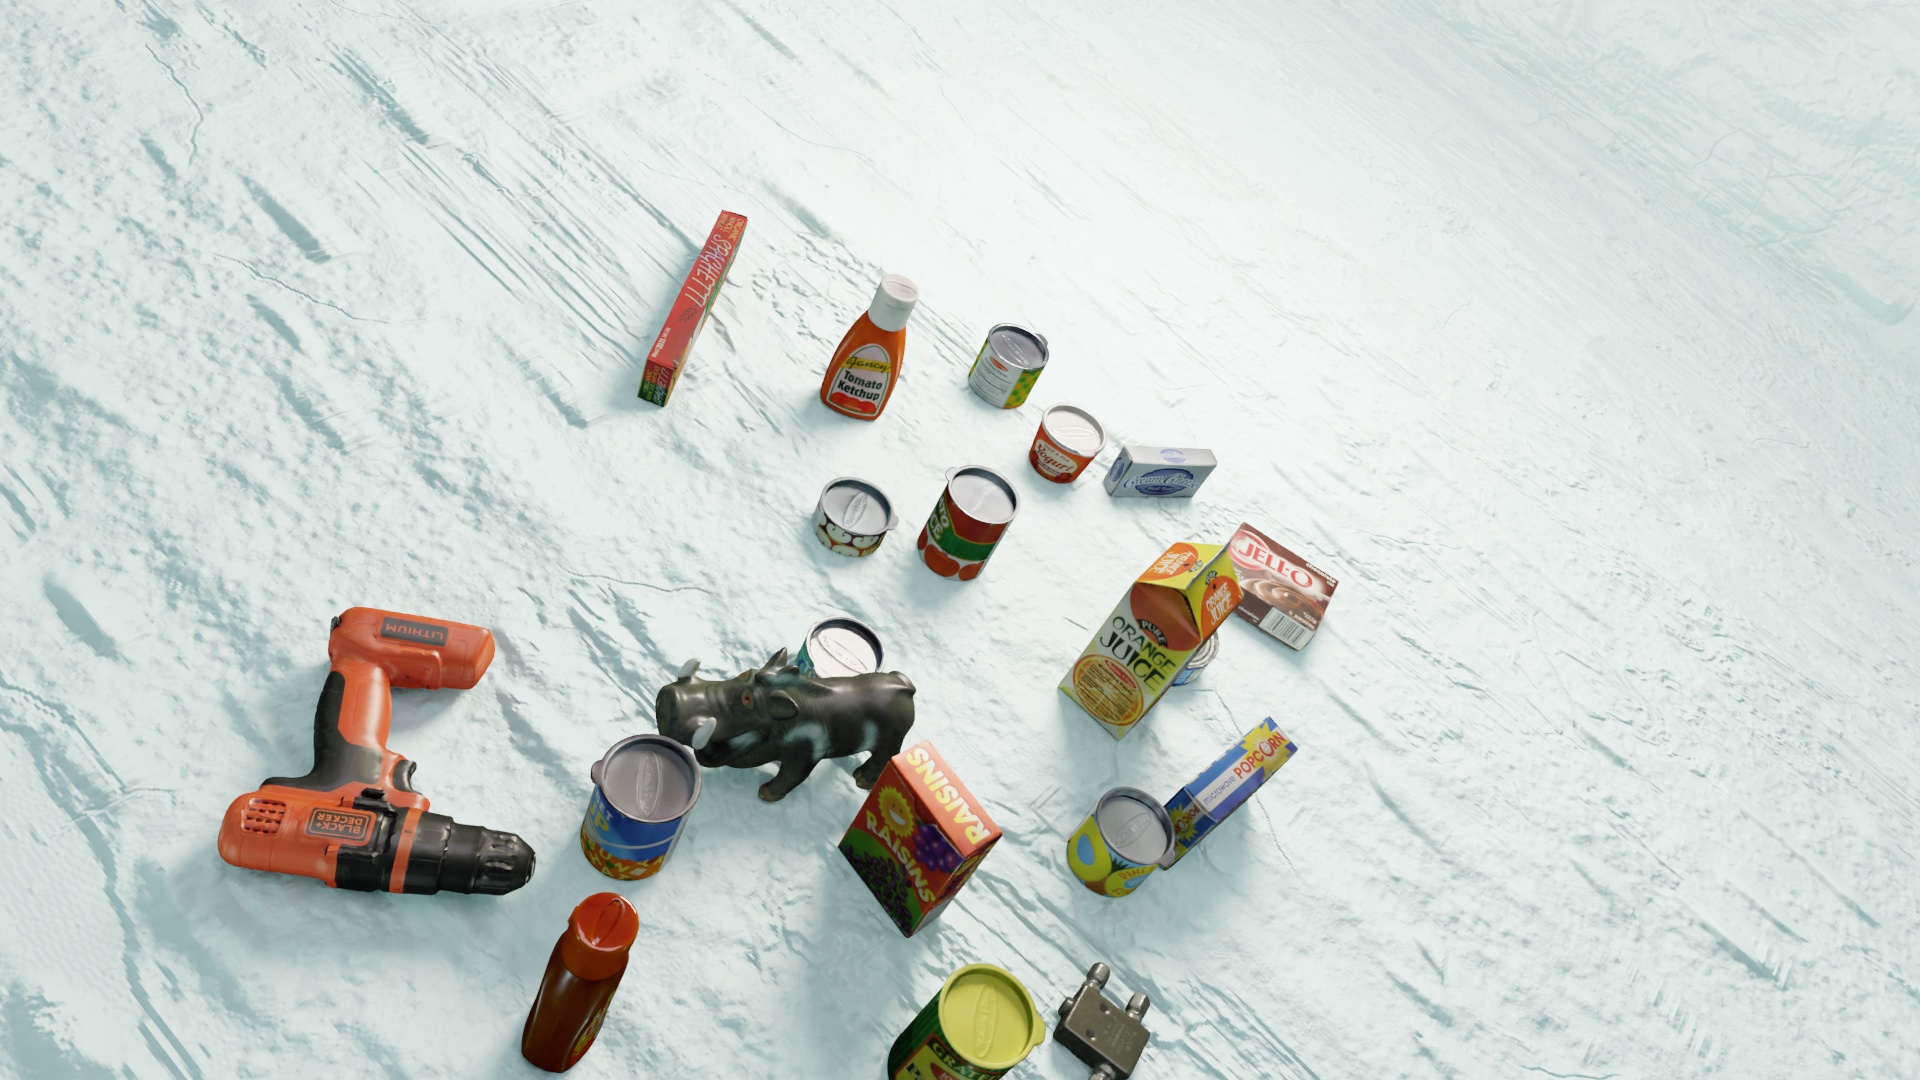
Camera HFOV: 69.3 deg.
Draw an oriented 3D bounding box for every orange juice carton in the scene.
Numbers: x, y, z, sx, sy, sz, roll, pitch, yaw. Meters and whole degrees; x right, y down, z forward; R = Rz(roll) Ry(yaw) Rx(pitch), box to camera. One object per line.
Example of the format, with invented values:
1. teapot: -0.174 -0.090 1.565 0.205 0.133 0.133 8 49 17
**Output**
1. orange juice carton: 0.161 0.072 1.131 0.073 0.191 0.072 41 45 12

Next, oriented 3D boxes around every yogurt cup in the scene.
1. yogurt cup: 0.101 -0.092 1.350 0.072 0.053 0.073 14 46 -15

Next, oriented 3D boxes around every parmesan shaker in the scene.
1. parmesan shaker: 0.002 0.324 0.886 0.071 0.102 0.072 14 46 -15

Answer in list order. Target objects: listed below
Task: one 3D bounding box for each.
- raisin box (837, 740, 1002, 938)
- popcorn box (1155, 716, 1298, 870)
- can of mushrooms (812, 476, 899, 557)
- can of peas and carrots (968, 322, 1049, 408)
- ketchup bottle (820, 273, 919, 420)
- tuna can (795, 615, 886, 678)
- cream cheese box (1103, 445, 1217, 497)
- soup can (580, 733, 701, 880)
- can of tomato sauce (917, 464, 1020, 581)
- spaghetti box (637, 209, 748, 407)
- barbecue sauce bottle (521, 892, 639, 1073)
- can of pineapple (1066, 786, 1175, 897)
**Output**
1. raisin box: -0.031 0.207 0.961 0.040 0.122 0.086 -23 64 -39
2. popcorn box: 0.206 0.202 1.113 0.127 0.084 0.038 -28 67 -41
3. can of mushrooms: -0.091 -0.019 1.201 0.071 0.033 0.071 14 46 -15
4. can of peas and carrots: 0.050 -0.176 1.396 0.071 0.058 0.071 14 46 -15
5. ketchup bottle: -0.079 -0.177 1.268 0.065 0.148 0.044 17 45 -12
6. tuna can: -0.096 0.096 1.094 0.071 0.032 0.071 14 46 -15
7. cream cheese box: 0.198 -0.068 1.377 0.104 0.053 0.024 0 51 -27
8. soup can: -0.216 0.178 0.923 0.071 0.083 0.072 14 46 -15
9. can of tomato sauce: 0.004 -0.015 1.210 0.071 0.082 0.071 14 46 -15
10. spaghetti box: -0.247 -0.222 1.295 0.029 0.050 0.251 21 45 -9
11. barbecue sauce bottle: -0.219 0.253 0.806 0.044 0.147 0.065 27 44 -2
12. can of pineapple: 0.123 0.233 1.062 0.071 0.057 0.071 14 46 -15
